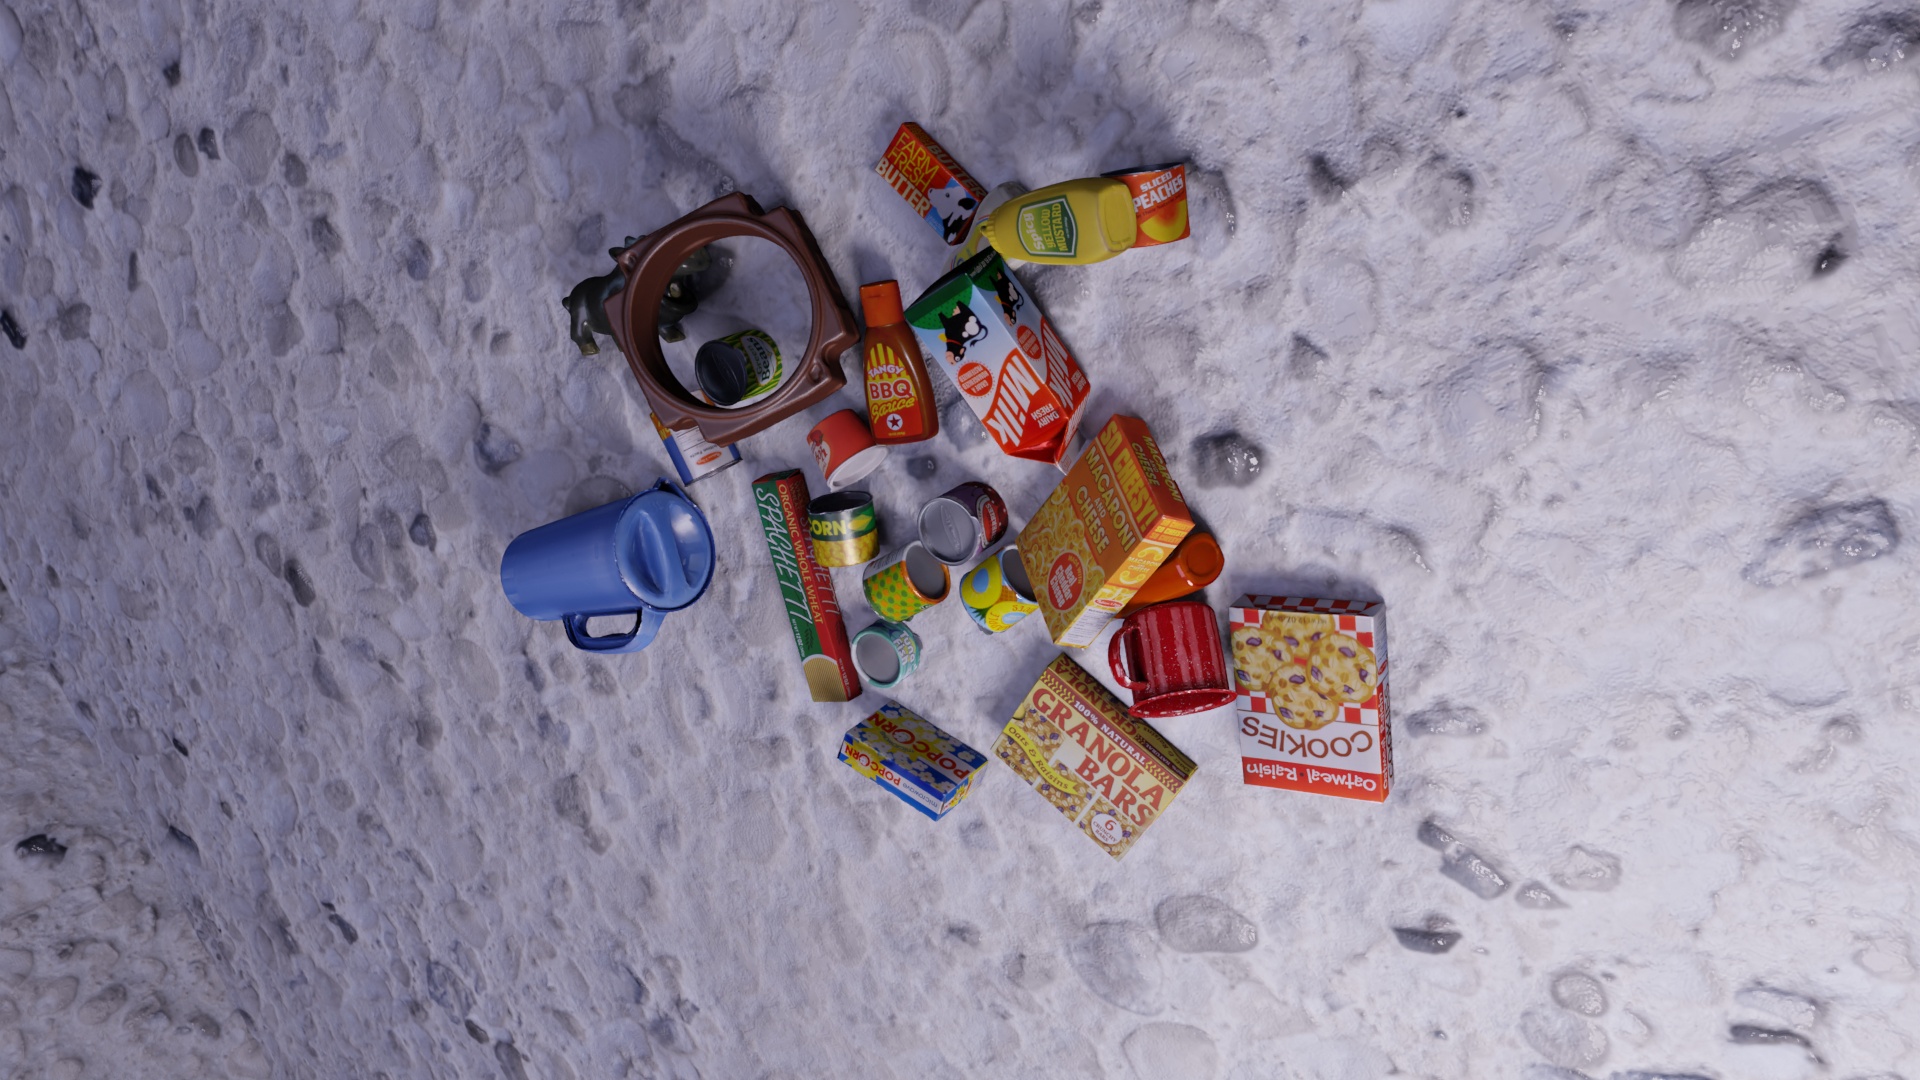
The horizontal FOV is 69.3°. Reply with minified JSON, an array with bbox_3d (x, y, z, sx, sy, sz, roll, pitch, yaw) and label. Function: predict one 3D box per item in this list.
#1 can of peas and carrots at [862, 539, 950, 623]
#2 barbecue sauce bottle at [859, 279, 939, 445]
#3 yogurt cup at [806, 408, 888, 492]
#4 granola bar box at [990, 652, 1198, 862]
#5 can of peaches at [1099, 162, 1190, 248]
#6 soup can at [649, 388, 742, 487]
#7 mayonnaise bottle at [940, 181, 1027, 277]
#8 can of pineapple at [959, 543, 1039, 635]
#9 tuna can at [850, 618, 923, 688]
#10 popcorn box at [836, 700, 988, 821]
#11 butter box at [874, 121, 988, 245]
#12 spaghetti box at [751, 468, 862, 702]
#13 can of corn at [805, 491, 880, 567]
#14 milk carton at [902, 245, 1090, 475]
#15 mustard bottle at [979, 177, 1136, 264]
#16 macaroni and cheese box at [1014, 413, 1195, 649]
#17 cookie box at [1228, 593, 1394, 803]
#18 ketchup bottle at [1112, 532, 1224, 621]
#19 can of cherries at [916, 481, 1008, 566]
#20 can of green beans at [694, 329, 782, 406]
[{"bbox_3d":[-0.050,0.042,1.344,0.058,0.071,0.071,-28,92,37],"label":"can of peas and carrots"},{"bbox_3d":[-0.062,-0.165,1.284,0.065,0.044,0.148,-3,106,24],"label":"barbecue sauce bottle"},{"bbox_3d":[-0.111,-0.090,1.334,0.072,0.072,0.054,-44,75,37],"label":"yogurt cup"},{"bbox_3d":[0.123,0.206,1.311,0.166,0.039,0.123,40,125,14],"label":"granola bar box"},{"bbox_3d":[0.147,-0.263,1.093,0.071,0.071,0.058,3,111,32],"label":"can of peaches"},{"bbox_3d":[-0.273,-0.106,1.433,0.071,0.071,0.083,-24,94,37],"label":"soup can"},{"bbox_3d":[0.018,-0.237,1.204,0.065,0.041,0.147,45,126,6],"label":"mayonnaise bottle"},{"bbox_3d":[0.042,0.046,1.283,0.057,0.071,0.071,-38,86,37],"label":"can of pineapple"},{"bbox_3d":[-0.074,0.114,1.409,0.071,0.033,0.070,13,115,29],"label":"tuna can"},{"bbox_3d":[-0.047,0.221,1.400,0.127,0.085,0.038,29,121,22],"label":"popcorn box"},{"bbox_3d":[-0.024,-0.312,1.213,0.103,0.024,0.053,47,127,9],"label":"butter box"},{"bbox_3d":[-0.159,0.050,1.441,0.050,0.029,0.249,-6,105,34],"label":"spaghetti box"},{"bbox_3d":[-0.116,-0.011,1.363,0.071,0.071,0.058,5,112,32],"label":"can of corn"},{"bbox_3d":[0.044,-0.145,1.178,0.073,0.073,0.190,-28,107,33],"label":"milk carton"},{"bbox_3d":[0.067,-0.249,1.101,0.160,0.049,0.065,6,113,49],"label":"mustard bottle"},{"bbox_3d":[0.120,-0.007,1.192,0.165,0.040,0.124,-53,40,35],"label":"macaroni and cheese box"},{"bbox_3d":[0.296,0.132,1.170,0.123,0.040,0.167,2,109,33],"label":"cookie box"},{"bbox_3d":[0.158,0.040,1.212,0.148,0.065,0.043,-30,92,46],"label":"ketchup bottle"},{"bbox_3d":[0.005,-0.016,1.290,0.071,0.058,0.071,12,114,29],"label":"can of cherries"},{"bbox_3d":[-0.219,-0.172,1.374,0.071,0.058,0.071,13,115,29],"label":"can of green beans"}]
